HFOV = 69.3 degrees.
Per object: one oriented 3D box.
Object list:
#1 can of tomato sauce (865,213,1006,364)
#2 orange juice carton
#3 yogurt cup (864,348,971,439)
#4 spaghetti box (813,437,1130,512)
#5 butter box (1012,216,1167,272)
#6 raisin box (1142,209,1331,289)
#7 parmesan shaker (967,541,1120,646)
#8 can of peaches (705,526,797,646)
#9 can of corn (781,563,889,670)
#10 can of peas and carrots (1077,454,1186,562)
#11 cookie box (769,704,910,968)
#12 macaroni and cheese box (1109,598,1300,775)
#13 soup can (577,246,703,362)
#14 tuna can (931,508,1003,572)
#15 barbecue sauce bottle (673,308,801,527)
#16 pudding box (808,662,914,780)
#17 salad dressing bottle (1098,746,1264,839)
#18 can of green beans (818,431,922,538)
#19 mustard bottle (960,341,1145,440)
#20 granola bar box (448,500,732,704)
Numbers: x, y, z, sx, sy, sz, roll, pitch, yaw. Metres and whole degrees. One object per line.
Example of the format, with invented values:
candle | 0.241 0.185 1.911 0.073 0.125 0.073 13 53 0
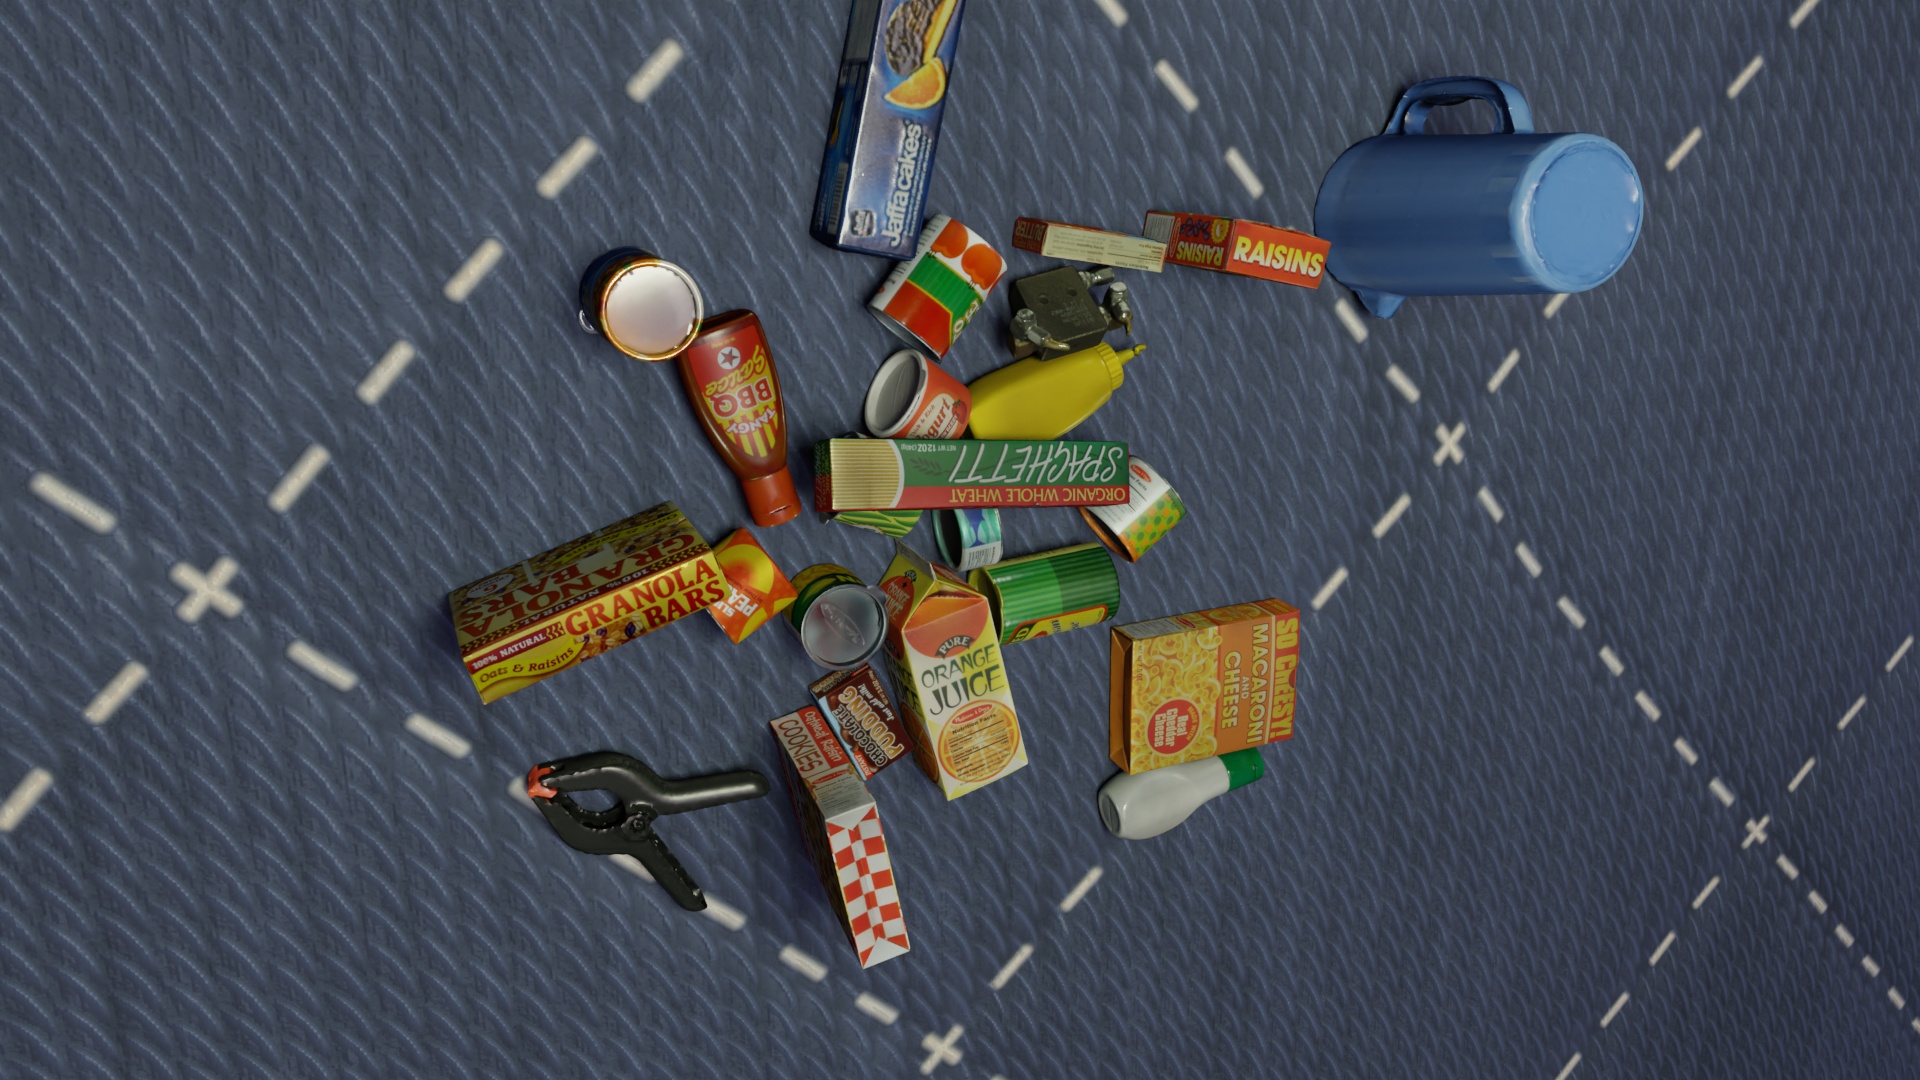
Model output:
can of tomato sauce | -0.015 -0.179 0.989 0.071 0.071 0.083 37 88 -28
orange juice carton | -0.013 0.093 1.065 0.073 0.072 0.192 -21 113 -17
yogurt cup | -0.029 -0.098 1.009 0.054 0.072 0.072 23 95 -36
spaghetti box | 0.015 -0.048 0.996 0.251 0.028 0.050 -2 90 -29
butter box | 0.096 -0.220 1.033 0.104 0.053 0.024 3 107 -24
raisin box | 0.203 -0.219 1.041 0.086 0.123 0.040 6 103 -25
parmesan shaker | 0.066 0.041 1.085 0.103 0.071 0.071 -11 109 -20
can of peaches | -0.157 0.032 0.985 0.058 0.071 0.071 -38 116 -10
can of corn | -0.092 0.054 1.027 0.071 0.058 0.071 -7 108 -22
can of peas and carrots | 0.136 -0.023 1.102 0.059 0.071 0.070 -42 117 -6
cookie box | -0.089 0.210 1.013 0.040 0.168 0.122 -17 112 -15
macaroni and cheese box | 0.210 0.124 1.191 0.167 0.040 0.123 -8 109 -21
soup can | -0.210 -0.152 0.901 0.071 0.084 0.071 -7 108 -21
tuna can | 0.004 -0.013 1.047 0.033 0.071 0.070 -13 110 -19
barbecue sauce bottle | -0.150 -0.083 0.970 0.065 0.044 0.148 -24 114 -18
pudding box | -0.076 0.137 1.074 0.050 0.030 0.083 -31 115 -12
salad dressing bottle | 0.194 0.214 1.209 0.148 0.044 0.064 -16 111 -20
can of green beans | -0.062 -0.040 1.008 0.058 0.071 0.071 17 98 -27
mustard bottle | 0.073 -0.114 1.056 0.161 0.049 0.065 -27 121 -15
granola bar box | -0.248 0.035 0.916 0.166 0.124 0.039 -24 115 -16
